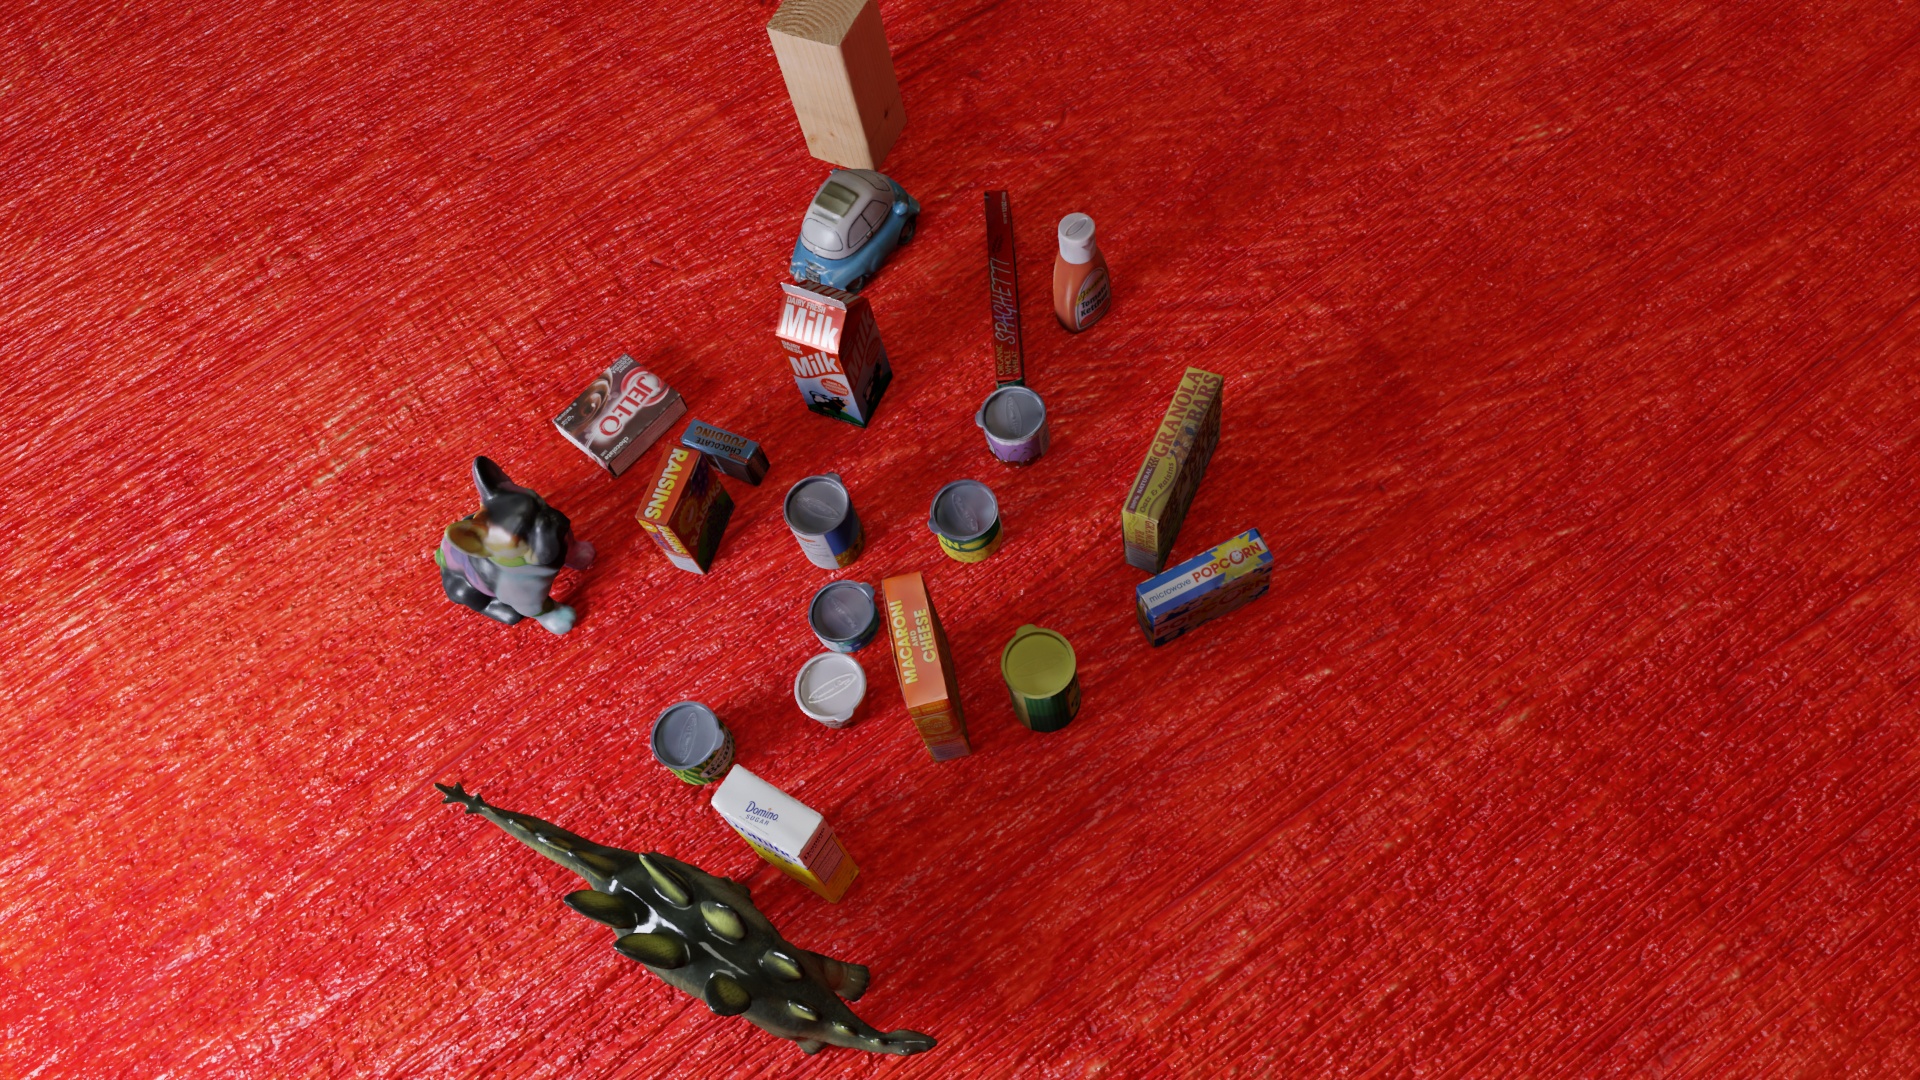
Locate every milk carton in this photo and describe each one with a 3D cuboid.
[{"bbox_3d":[-0.129,-0.197,1.404,0.072,0.189,0.074,19,69,16],"label":"milk carton"}]

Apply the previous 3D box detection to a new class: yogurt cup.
[{"bbox_3d":[-0.118,0.145,1.315,0.072,0.053,0.072,-3,64,7],"label":"yogurt cup"}]

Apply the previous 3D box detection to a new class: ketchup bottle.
[{"bbox_3d":[0.123,-0.277,1.428,0.065,0.148,0.043,-42,66,-11],"label":"ketchup bottle"}]

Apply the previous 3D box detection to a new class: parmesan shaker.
[{"bbox_3d":[0.075,0.126,1.268,0.071,0.102,0.071,-3,65,7],"label":"parmesan shaker"}]

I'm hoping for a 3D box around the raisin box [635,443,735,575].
[{"bbox_3d":[-0.272,-0.029,1.382,0.040,0.123,0.086,14,68,15],"label":"raisin box"}]

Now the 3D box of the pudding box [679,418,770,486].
[{"bbox_3d":[-0.245,-0.092,1.449,0.084,0.049,0.030,21,70,17],"label":"pudding box"}]

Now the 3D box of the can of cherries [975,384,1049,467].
[{"bbox_3d":[0.054,-0.115,1.411,0.071,0.058,0.072,-3,64,7],"label":"can of cherries"}]

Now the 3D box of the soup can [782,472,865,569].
[{"bbox_3d":[-0.132,-0.019,1.379,0.071,0.083,0.071,-3,65,7],"label":"soup can"}]

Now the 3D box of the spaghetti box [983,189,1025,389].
[{"bbox_3d":[0.047,-0.262,1.487,0.029,0.050,0.251,-6,64,6],"label":"spaghetti box"}]

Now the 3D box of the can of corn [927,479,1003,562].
[{"bbox_3d":[0.005,-0.017,1.372,0.071,0.058,0.071,-3,64,7],"label":"can of corn"}]

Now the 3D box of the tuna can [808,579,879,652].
[{"bbox_3d":[-0.111,0.073,1.360,0.071,0.032,0.071,-3,64,7],"label":"tuna can"}]

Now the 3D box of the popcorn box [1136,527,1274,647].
[{"bbox_3d":[0.226,0.045,1.294,0.127,0.085,0.038,-26,64,-4],"label":"popcorn box"}]

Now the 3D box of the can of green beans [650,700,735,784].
[{"bbox_3d":[-0.251,0.192,1.310,0.071,0.057,0.071,-3,64,7],"label":"can of green beans"}]

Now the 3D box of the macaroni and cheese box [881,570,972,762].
[{"bbox_3d":[-0.030,0.118,1.252,0.040,0.166,0.124,-14,64,2],"label":"macaroni and cheese box"}]

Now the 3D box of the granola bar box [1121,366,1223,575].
[{"bbox_3d":[0.203,-0.065,1.329,0.039,0.123,0.166,20,69,17],"label":"granola bar box"}]
